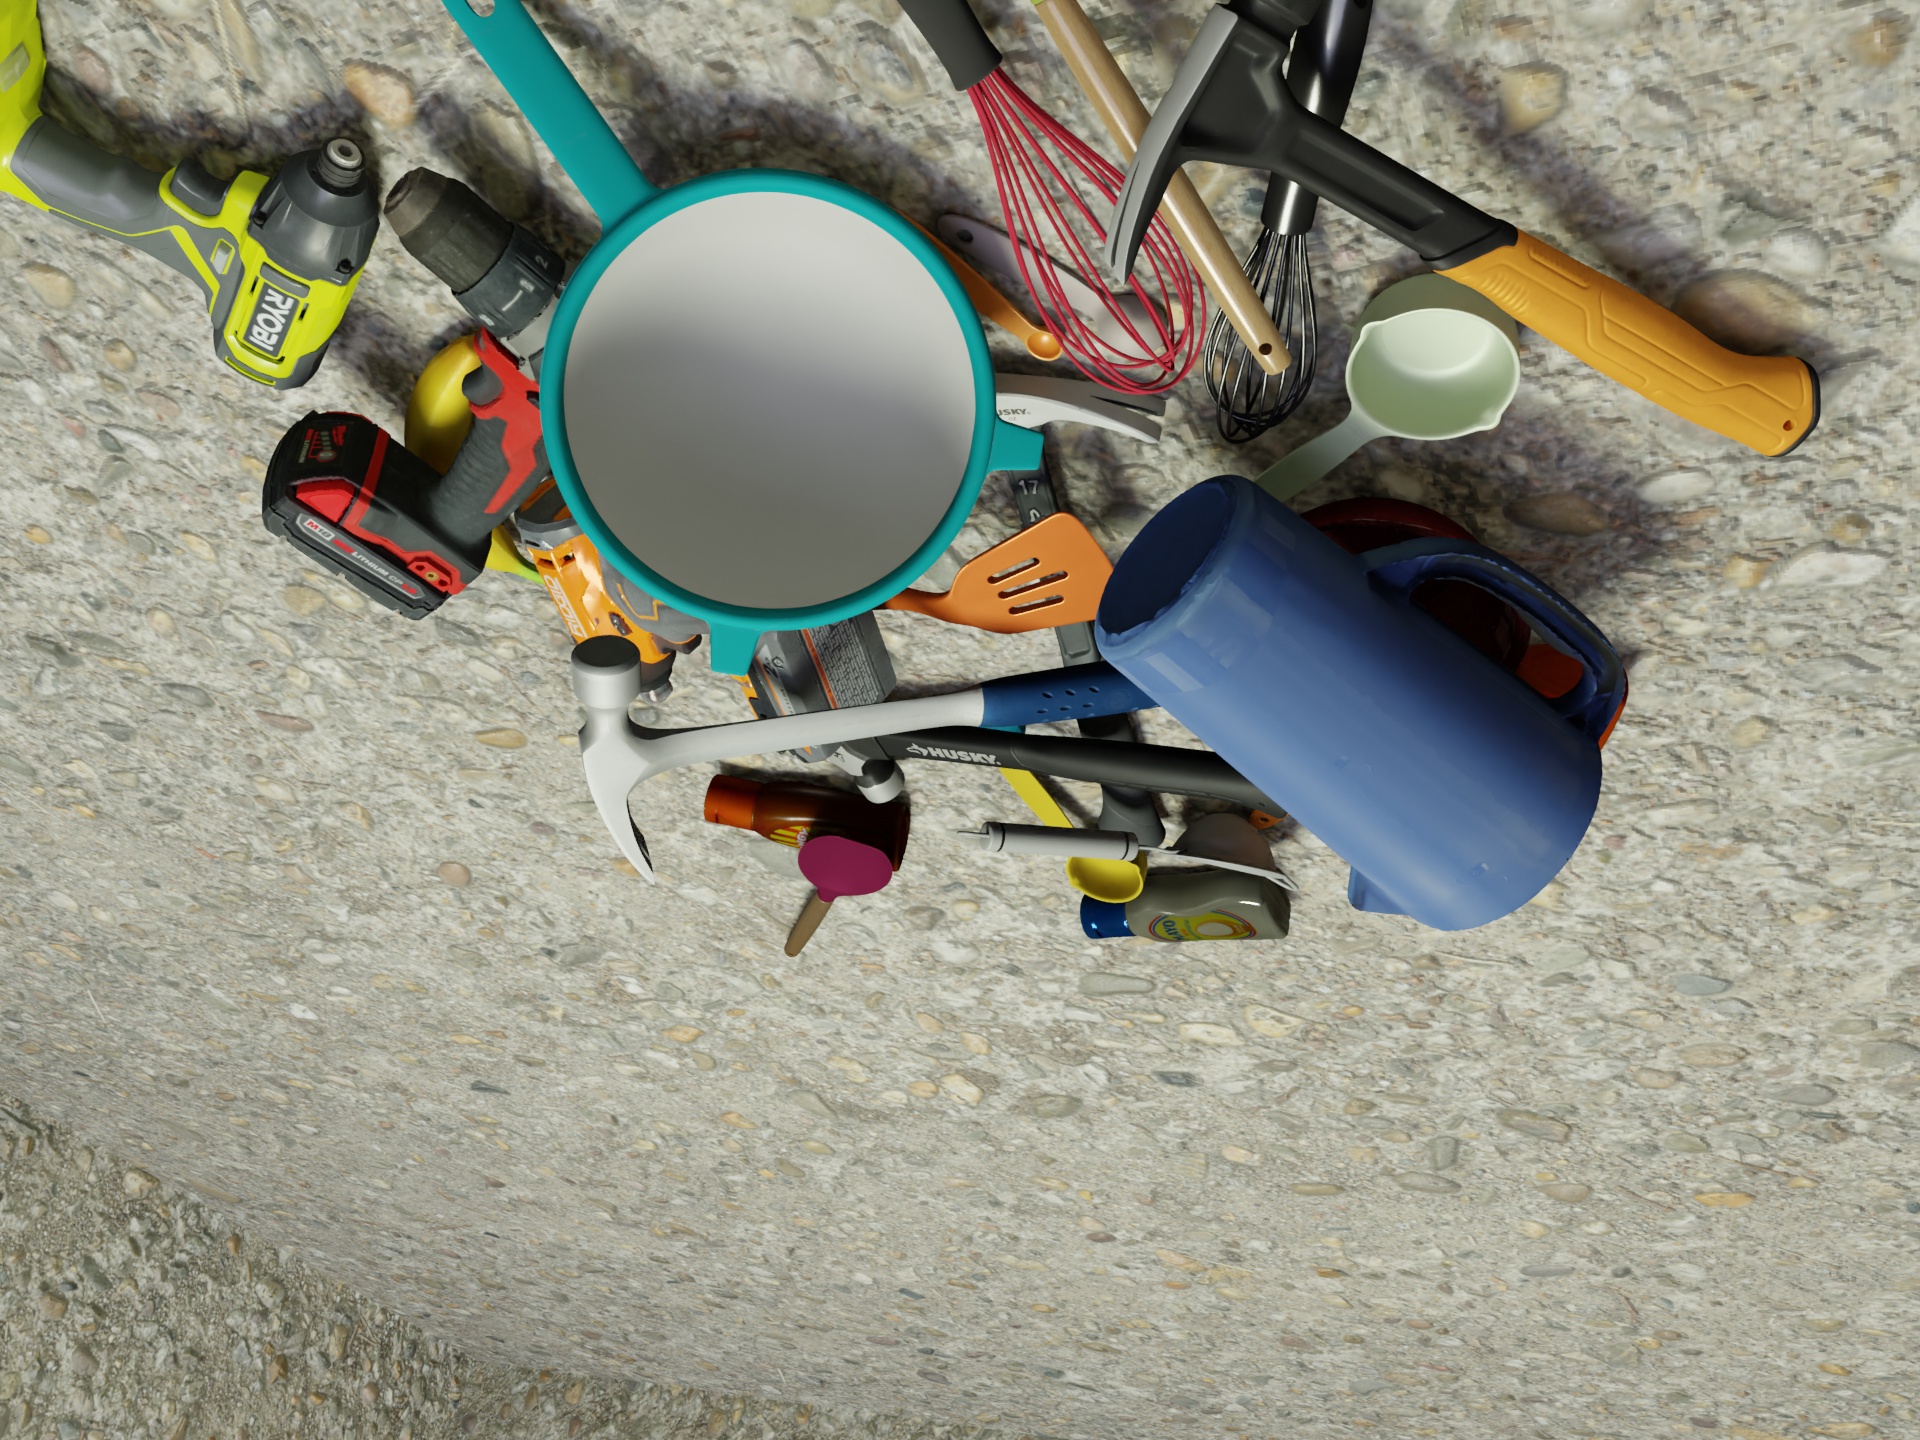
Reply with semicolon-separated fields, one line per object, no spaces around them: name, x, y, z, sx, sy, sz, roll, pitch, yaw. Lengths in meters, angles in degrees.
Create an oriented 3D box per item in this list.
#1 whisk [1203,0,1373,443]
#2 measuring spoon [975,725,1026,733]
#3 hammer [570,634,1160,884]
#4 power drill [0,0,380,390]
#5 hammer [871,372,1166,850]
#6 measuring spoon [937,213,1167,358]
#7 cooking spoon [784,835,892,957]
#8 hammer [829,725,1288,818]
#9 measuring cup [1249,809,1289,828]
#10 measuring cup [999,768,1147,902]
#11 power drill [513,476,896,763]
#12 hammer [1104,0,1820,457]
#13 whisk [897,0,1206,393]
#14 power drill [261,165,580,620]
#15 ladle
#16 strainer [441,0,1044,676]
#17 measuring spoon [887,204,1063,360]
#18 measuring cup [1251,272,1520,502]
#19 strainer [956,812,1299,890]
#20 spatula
whisk;0.144;-0.218;0.688;0.055;0.055;0.238;12;140;6
measuring spoon;-0.007;0.000;1.066;0.129;0.021;0.042;-7;138;42
hammer;-0.001;-0.003;0.868;0.405;0.035;0.144;-8;129;-17
power drill;-0.410;-0.277;0.797;0.223;0.080;0.171;28;143;-22
hammer;0.076;-0.046;0.952;0.149;0.036;0.408;0;142;19
measuring spoon;0.043;-0.206;0.762;0.124;0.018;0.034;26;143;-12
cooking spoon;-0.109;0.141;1.241;0.068;0.017;0.318;18;155;-7
hammer;0.050;0.018;0.989;0.335;0.035;0.146;7;147;30
measuring cup;0.229;0.047;1.000;0.095;0.052;0.173;25;143;-12
measuring cup;0.076;0.067;1.119;0.062;0.029;0.156;-21;118;40
power drill;-0.151;-0.053;0.940;0.227;0.084;0.164;18;143;34
hammer;0.225;-0.179;0.660;0.336;0.034;0.127;20;117;-21
whisk;0.019;-0.257;0.672;0.073;0.073;0.295;-15;128;36
power drill;-0.272;-0.169;0.842;0.226;0.080;0.187;-30;133;24
ladle;0.048;-0.258;0.623;0.078;0.062;0.319;-25;121;27
strainer;-0.127;-0.205;0.764;0.211;0.095;0.340;-35;102;4
measuring spoon;0.005;-0.215;0.775;0.116;0.011;0.021;34;147;-18
measuring cup;0.193;-0.152;0.762;0.083;0.038;0.167;31;144;-19
strainer;0.116;0.081;1.039;0.258;0.050;0.087;6;177;-24
spatula;-0.057;-0.079;0.926;0.323;0.041;0.080;5;146;38
